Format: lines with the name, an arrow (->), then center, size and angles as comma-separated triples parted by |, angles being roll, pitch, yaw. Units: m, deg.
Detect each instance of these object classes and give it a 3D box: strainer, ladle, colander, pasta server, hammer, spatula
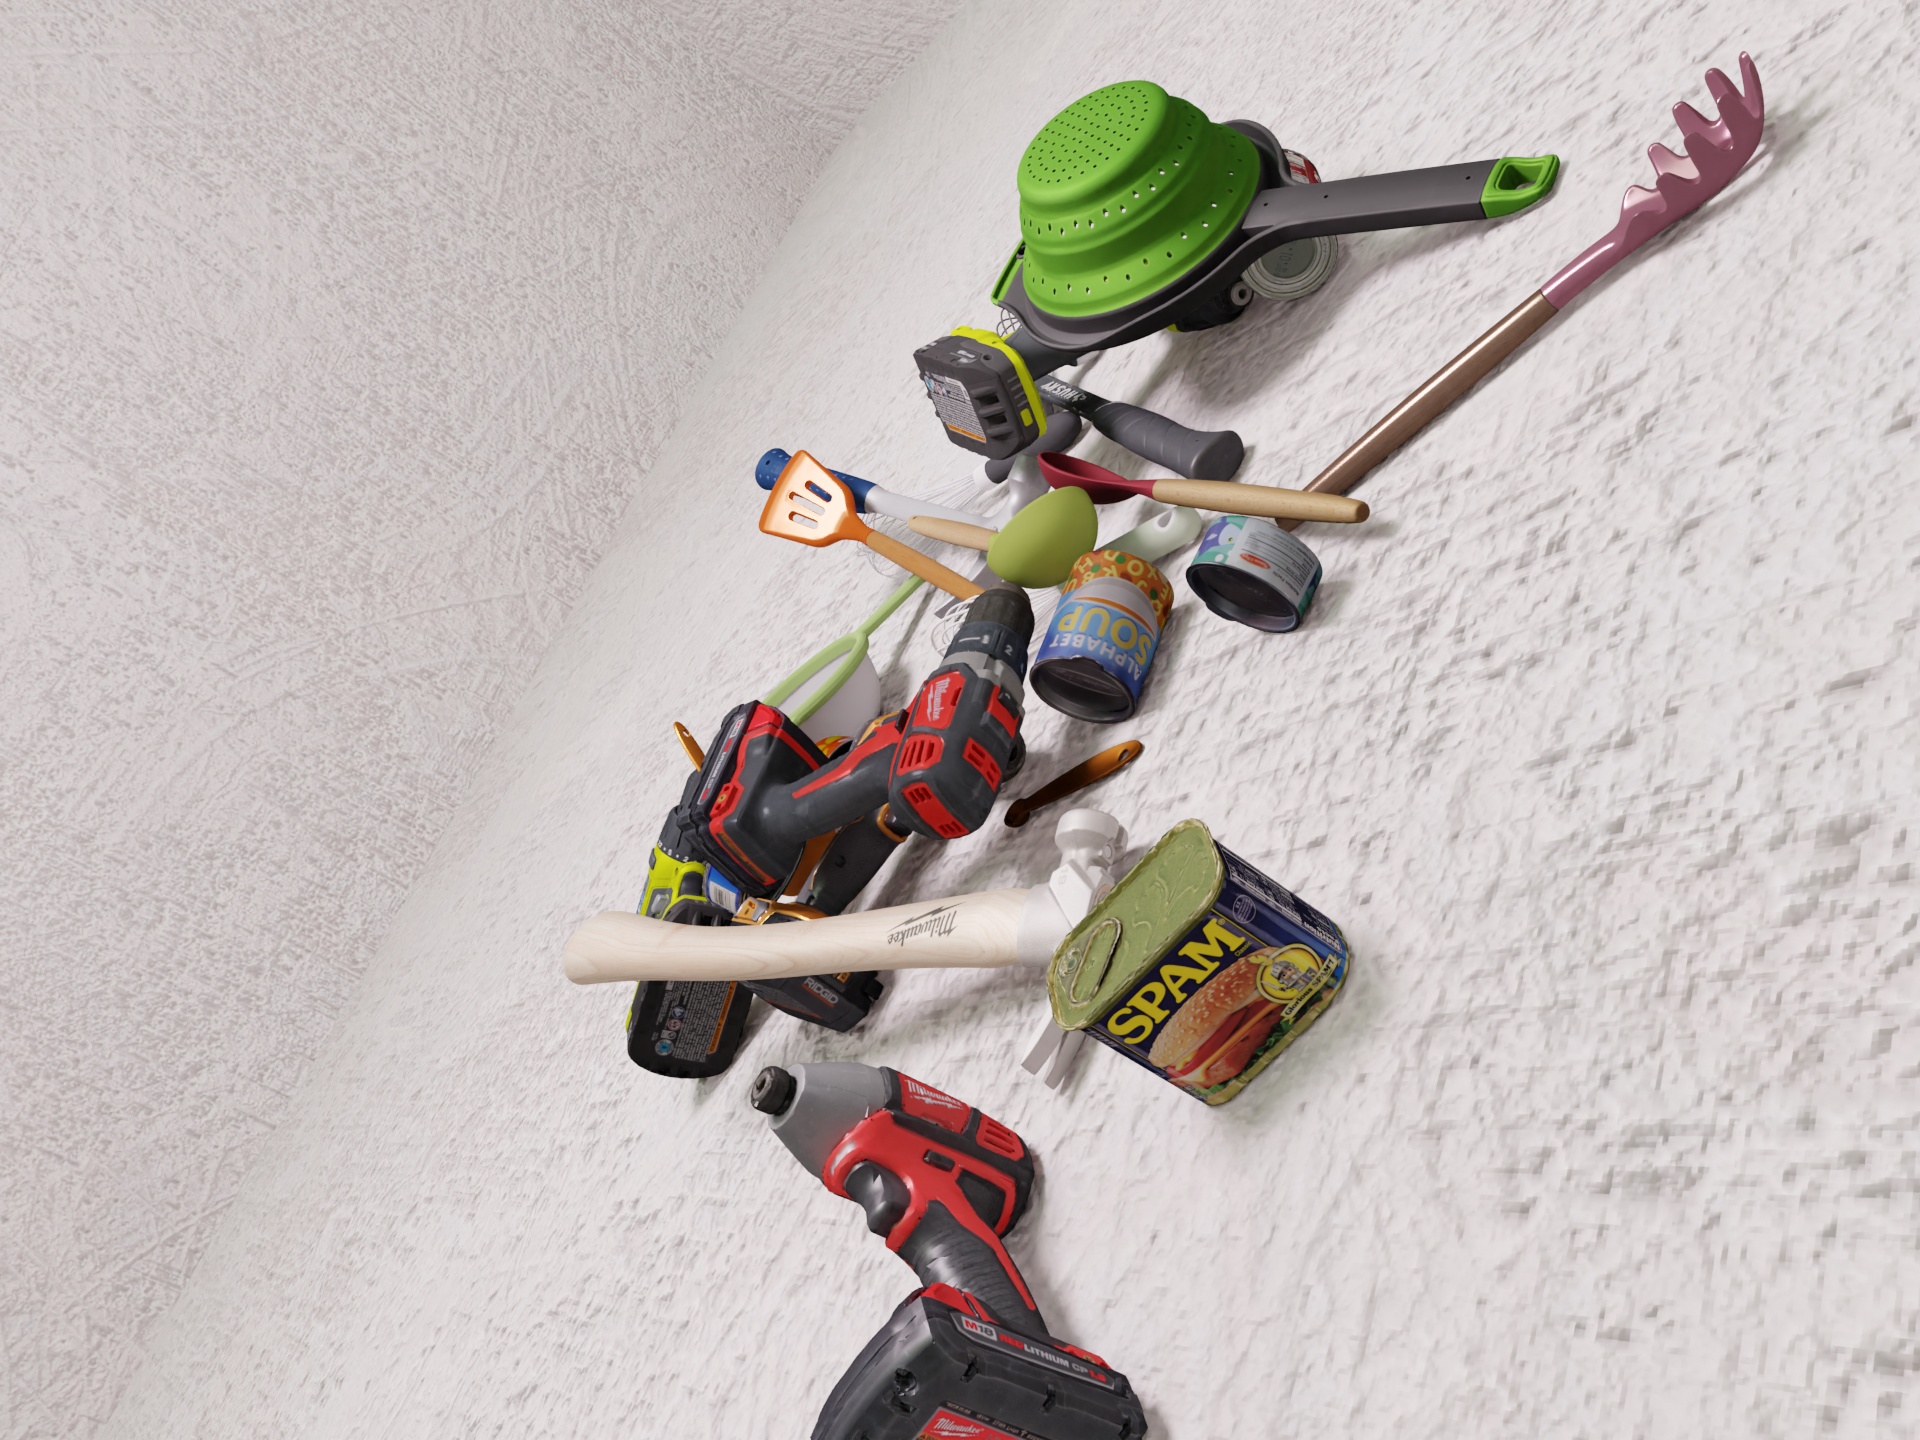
strainer -> -0.084, -0.034, 1.322 | 0.256, 0.069, 0.151 | -47, 15, -28
ladle -> 0.011, -0.139, 1.126 | 0.078, 0.062, 0.320 | -32, 20, -11
colander -> 0.164, -0.339, 0.985 | 0.397, 0.094, 0.204 | 8, 61, 43
pasta server -> 0.273, -0.201, 0.810 | 0.316, 0.040, 0.060 | -42, 13, 36
hammer -> 0.099, -0.226, 1.172 | 0.149, 0.036, 0.409 | -30, 26, -5
hammer -> -0.073, -0.185, 1.375 | 0.406, 0.035, 0.144 | 25, 89, 52
spatula -> -0.065, -0.142, 1.279 | 0.323, 0.041, 0.081 | 34, 96, 51
ladle -> 0.136, -0.137, 0.950 | 0.316, 0.069, 0.031 | 24, 105, 61
hammer -> -0.093, 0.140, 0.927 | 0.411, 0.038, 0.146 | -10, 50, 37

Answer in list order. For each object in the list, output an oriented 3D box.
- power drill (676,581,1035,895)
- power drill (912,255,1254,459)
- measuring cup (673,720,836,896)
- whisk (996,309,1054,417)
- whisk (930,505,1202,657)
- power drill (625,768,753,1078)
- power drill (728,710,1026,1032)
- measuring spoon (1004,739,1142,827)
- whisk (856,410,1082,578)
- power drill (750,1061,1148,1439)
power drill -> -0.054, 0.008, 0.995 | 0.227, 0.080, 0.188 | -19, 36, 35
power drill -> 0.092, -0.278, 1.151 | 0.223, 0.080, 0.171 | -30, 26, -10
measuring cup -> -0.159, 0.052, 1.219 | 0.052, 0.174, 0.095 | -43, -19, 17
whisk -> 0.063, -0.312, 1.408 | 0.055, 0.055, 0.239 | -44, 29, 28
whisk -> 0.068, -0.087, 1.077 | 0.246, 0.059, 0.058 | -26, 42, 43
power drill -> -0.208, 0.151, 1.231 | 0.229, 0.080, 0.190 | -124, 50, -67
power drill -> -0.052, 0.087, 1.044 | 0.226, 0.084, 0.185 | -59, 23, -18
measuring spoon -> 0.068, 0.039, 0.947 | 0.117, 0.011, 0.021 | -32, 31, 40
whisk -> 0.002, -0.197, 1.364 | 0.284, 0.070, 0.070 | -26, 36, 45
power drill -> -0.017, 0.228, 0.676 | 0.078, 0.143, 0.220 | -54, 23, 12
